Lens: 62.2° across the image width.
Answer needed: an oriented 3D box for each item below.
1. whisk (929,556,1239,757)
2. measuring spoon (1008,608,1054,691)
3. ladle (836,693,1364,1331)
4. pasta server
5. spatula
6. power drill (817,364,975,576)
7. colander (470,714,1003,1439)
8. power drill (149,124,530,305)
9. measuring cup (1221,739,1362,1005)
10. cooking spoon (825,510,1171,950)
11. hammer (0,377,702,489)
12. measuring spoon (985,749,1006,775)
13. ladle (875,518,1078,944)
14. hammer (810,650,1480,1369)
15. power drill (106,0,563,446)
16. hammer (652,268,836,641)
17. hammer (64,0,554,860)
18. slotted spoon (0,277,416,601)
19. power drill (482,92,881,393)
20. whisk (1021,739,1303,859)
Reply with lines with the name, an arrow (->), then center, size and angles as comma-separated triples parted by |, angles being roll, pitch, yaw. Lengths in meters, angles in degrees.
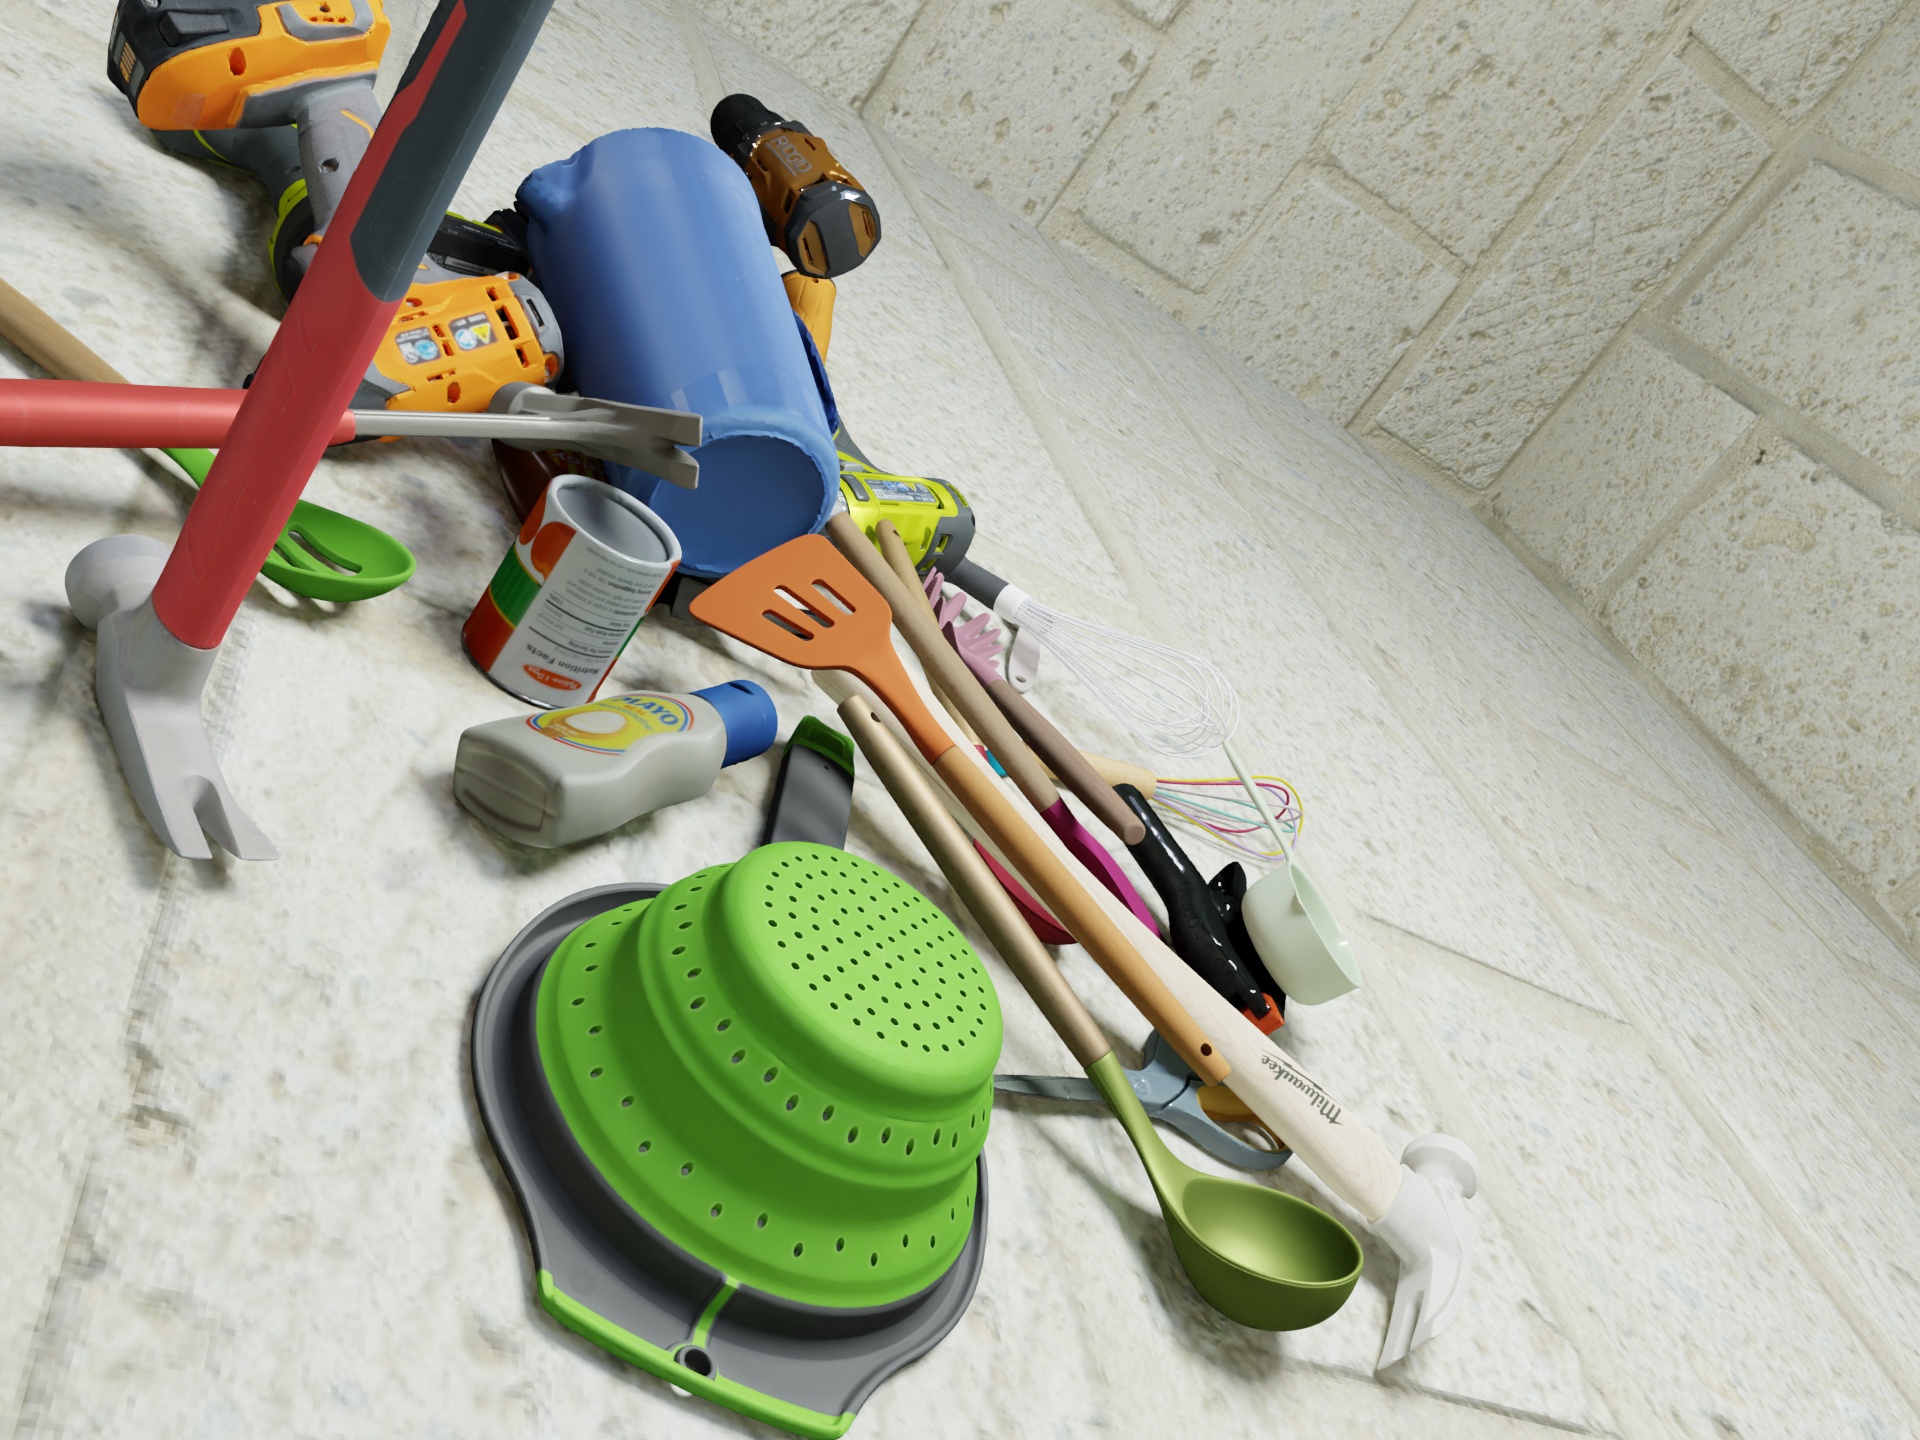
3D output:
whisk -> 0.060, -0.061, 1.062 | 0.285, 0.070, 0.070 | 33, 20, 20
measuring spoon -> 0.043, -0.048, 1.096 | 0.034, 0.018, 0.124 | 23, 31, -6
ladle -> 0.051, 0.113, 0.665 | 0.320, 0.062, 0.078 | 55, 22, 9
pasta server -> 0.036, -0.013, 0.906 | 0.060, 0.040, 0.316 | 39, 6, -31
spatula -> 0.006, 0.038, 0.718 | 0.081, 0.041, 0.323 | -36, 80, -29
power drill -> -0.117, -0.179, 1.029 | 0.190, 0.080, 0.229 | -4, 48, -46
colander -> -0.052, 0.072, 0.619 | 0.204, 0.094, 0.397 | 31, 24, -14
power drill -> -0.350, -0.302, 0.923 | 0.171, 0.080, 0.223 | 3, 38, -48
measuring cup -> 0.169, 0.084, 0.888 | 0.083, 0.038, 0.168 | 37, 25, -51
cooking spoon -> 0.031, 0.023, 0.825 | 0.319, 0.017, 0.069 | 53, 8, -7
hammer -> -0.281, -0.113, 0.601 | 0.359, 0.036, 0.149 | -8, 19, -43
measuring spoon -> -0.002, 0.018, 0.887 | 0.128, 0.021, 0.042 | 1, 42, -52
ladle -> -0.001, -0.003, 0.870 | 0.069, 0.031, 0.316 | 26, 33, -44
hammer -> 0.080, 0.114, 0.745 | 0.410, 0.038, 0.146 | 44, 29, 4
power drill -> -0.309, -0.239, 0.752 | 0.164, 0.084, 0.226 | -30, 96, -36
hammer -> -0.101, -0.168, 0.941 | 0.127, 0.034, 0.337 | 16, 44, -12
hammer -> -0.166, -0.134, 0.468 | 0.038, 0.386, 0.143 | 8, 36, -50
slotted spoon -> -0.361, -0.142, 0.669 | 0.314, 0.031, 0.070 | 37, 24, 5
power drill -> -0.185, -0.317, 1.010 | 0.186, 0.226, 0.084 | 56, -11, 38
whisk -> 0.134, 0.042, 1.014 | 0.244, 0.047, 0.051 | 16, 25, -34
